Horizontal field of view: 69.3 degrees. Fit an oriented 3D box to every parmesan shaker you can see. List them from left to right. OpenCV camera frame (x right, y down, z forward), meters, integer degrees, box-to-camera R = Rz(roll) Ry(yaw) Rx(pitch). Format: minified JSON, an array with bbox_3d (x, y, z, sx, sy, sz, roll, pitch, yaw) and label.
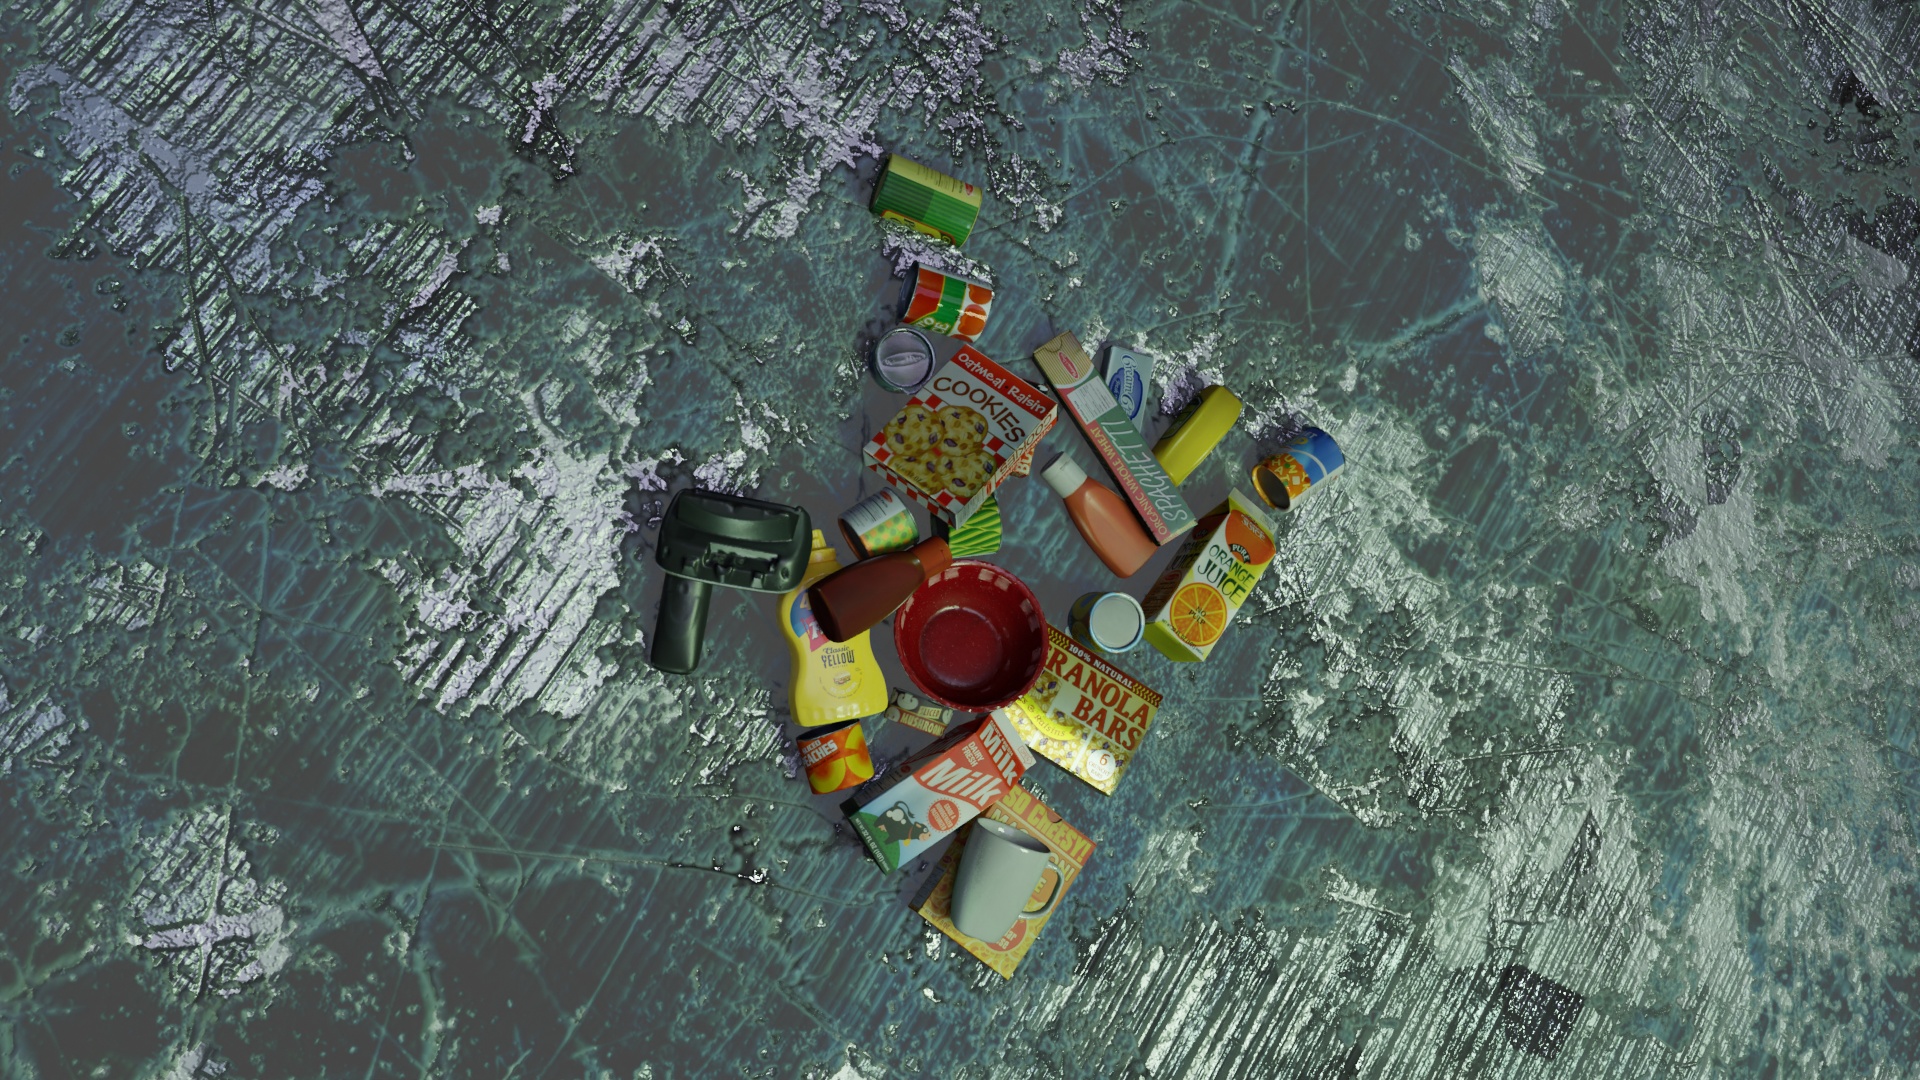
[{"bbox_3d":[-0.037,-0.356,1.452,0.103,0.071,0.071,18,81,-15],"label":"parmesan shaker"}]

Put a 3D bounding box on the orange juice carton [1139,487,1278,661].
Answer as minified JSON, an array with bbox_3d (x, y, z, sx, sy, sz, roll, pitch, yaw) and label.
[{"bbox_3d":[0.274,0.036,1.518,0.072,0.073,0.193,40,75,-11],"label":"orange juice carton"}]

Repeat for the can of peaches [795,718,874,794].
[{"bbox_3d":[-0.125,0.214,1.375,0.071,0.071,0.058,-17,92,-19],"label":"can of peaches"}]

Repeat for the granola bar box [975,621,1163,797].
[{"bbox_3d":[0.117,0.177,1.473,0.165,0.039,0.124,33,77,-13],"label":"granola bar box"}]

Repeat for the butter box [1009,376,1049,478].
[{"bbox_3d":[0.057,-0.122,1.485,0.053,0.024,0.103,17,81,-16],"label":"butter box"}]

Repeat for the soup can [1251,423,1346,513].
[{"bbox_3d":[0.379,-0.082,1.566,0.084,0.071,0.071,-33,97,-17],"label":"soup can"}]

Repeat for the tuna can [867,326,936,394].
[{"bbox_3d":[-0.061,-0.184,1.446,0.071,0.033,0.071,1,85,-18],"label":"tuna can"}]

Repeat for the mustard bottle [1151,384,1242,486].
[{"bbox_3d":[0.242,-0.101,1.525,0.049,0.065,0.160,42,80,-9],"label":"mustard bottle"}]

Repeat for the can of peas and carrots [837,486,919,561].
[{"bbox_3d":[-0.083,-0.010,1.409,0.059,0.071,0.071,-32,96,-17],"label":"can of peas and carrots"}]

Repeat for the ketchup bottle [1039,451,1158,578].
[{"bbox_3d":[0.147,-0.031,1.497,0.148,0.043,0.065,47,72,-9],"label":"ketchup bottle"}]

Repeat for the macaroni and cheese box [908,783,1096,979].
[{"bbox_3d":[0.046,0.346,1.436,0.123,0.040,0.167,39,76,-12],"label":"macaroni and cheese box"}]

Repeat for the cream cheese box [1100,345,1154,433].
[{"bbox_3d":[0.176,-0.158,1.527,0.053,0.024,0.104,14,82,-17],"label":"cream cheese box"}]

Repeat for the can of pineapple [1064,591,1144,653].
[{"bbox_3d":[0.154,0.089,1.483,0.071,0.058,0.071,1,86,-18],"label":"can of pineapple"}]

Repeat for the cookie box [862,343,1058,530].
[{"bbox_3d":[0.002,-0.108,1.422,0.123,0.040,0.168,35,68,18],"label":"cookie box"}]

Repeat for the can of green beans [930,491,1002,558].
[{"bbox_3d":[0.005,-0.016,1.437,0.058,0.071,0.071,-6,88,-18],"label":"can of green beans"}]

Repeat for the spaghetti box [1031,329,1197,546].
[{"bbox_3d":[0.164,-0.108,1.486,0.050,0.028,0.250,-33,85,-4],"label":"spaghetti box"}]

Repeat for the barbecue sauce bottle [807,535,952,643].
[{"bbox_3d":[-0.075,0.042,1.366,0.149,0.043,0.064,-29,105,-29],"label":"barbecue sauce bottle"}]

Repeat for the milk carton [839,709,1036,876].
[{"bbox_3d":[-0.019,0.248,1.396,0.191,0.073,0.072,-33,96,-11],"label":"milk carton"}]

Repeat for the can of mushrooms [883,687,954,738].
[{"bbox_3d":[-0.041,0.175,1.405,0.071,0.071,0.033,23,81,-15],"label":"can of mushrooms"}]

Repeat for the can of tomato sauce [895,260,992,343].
[{"bbox_3d":[-0.018,-0.246,1.448,0.083,0.071,0.071,14,82,-17],"label":"can of tomato sauce"}]
